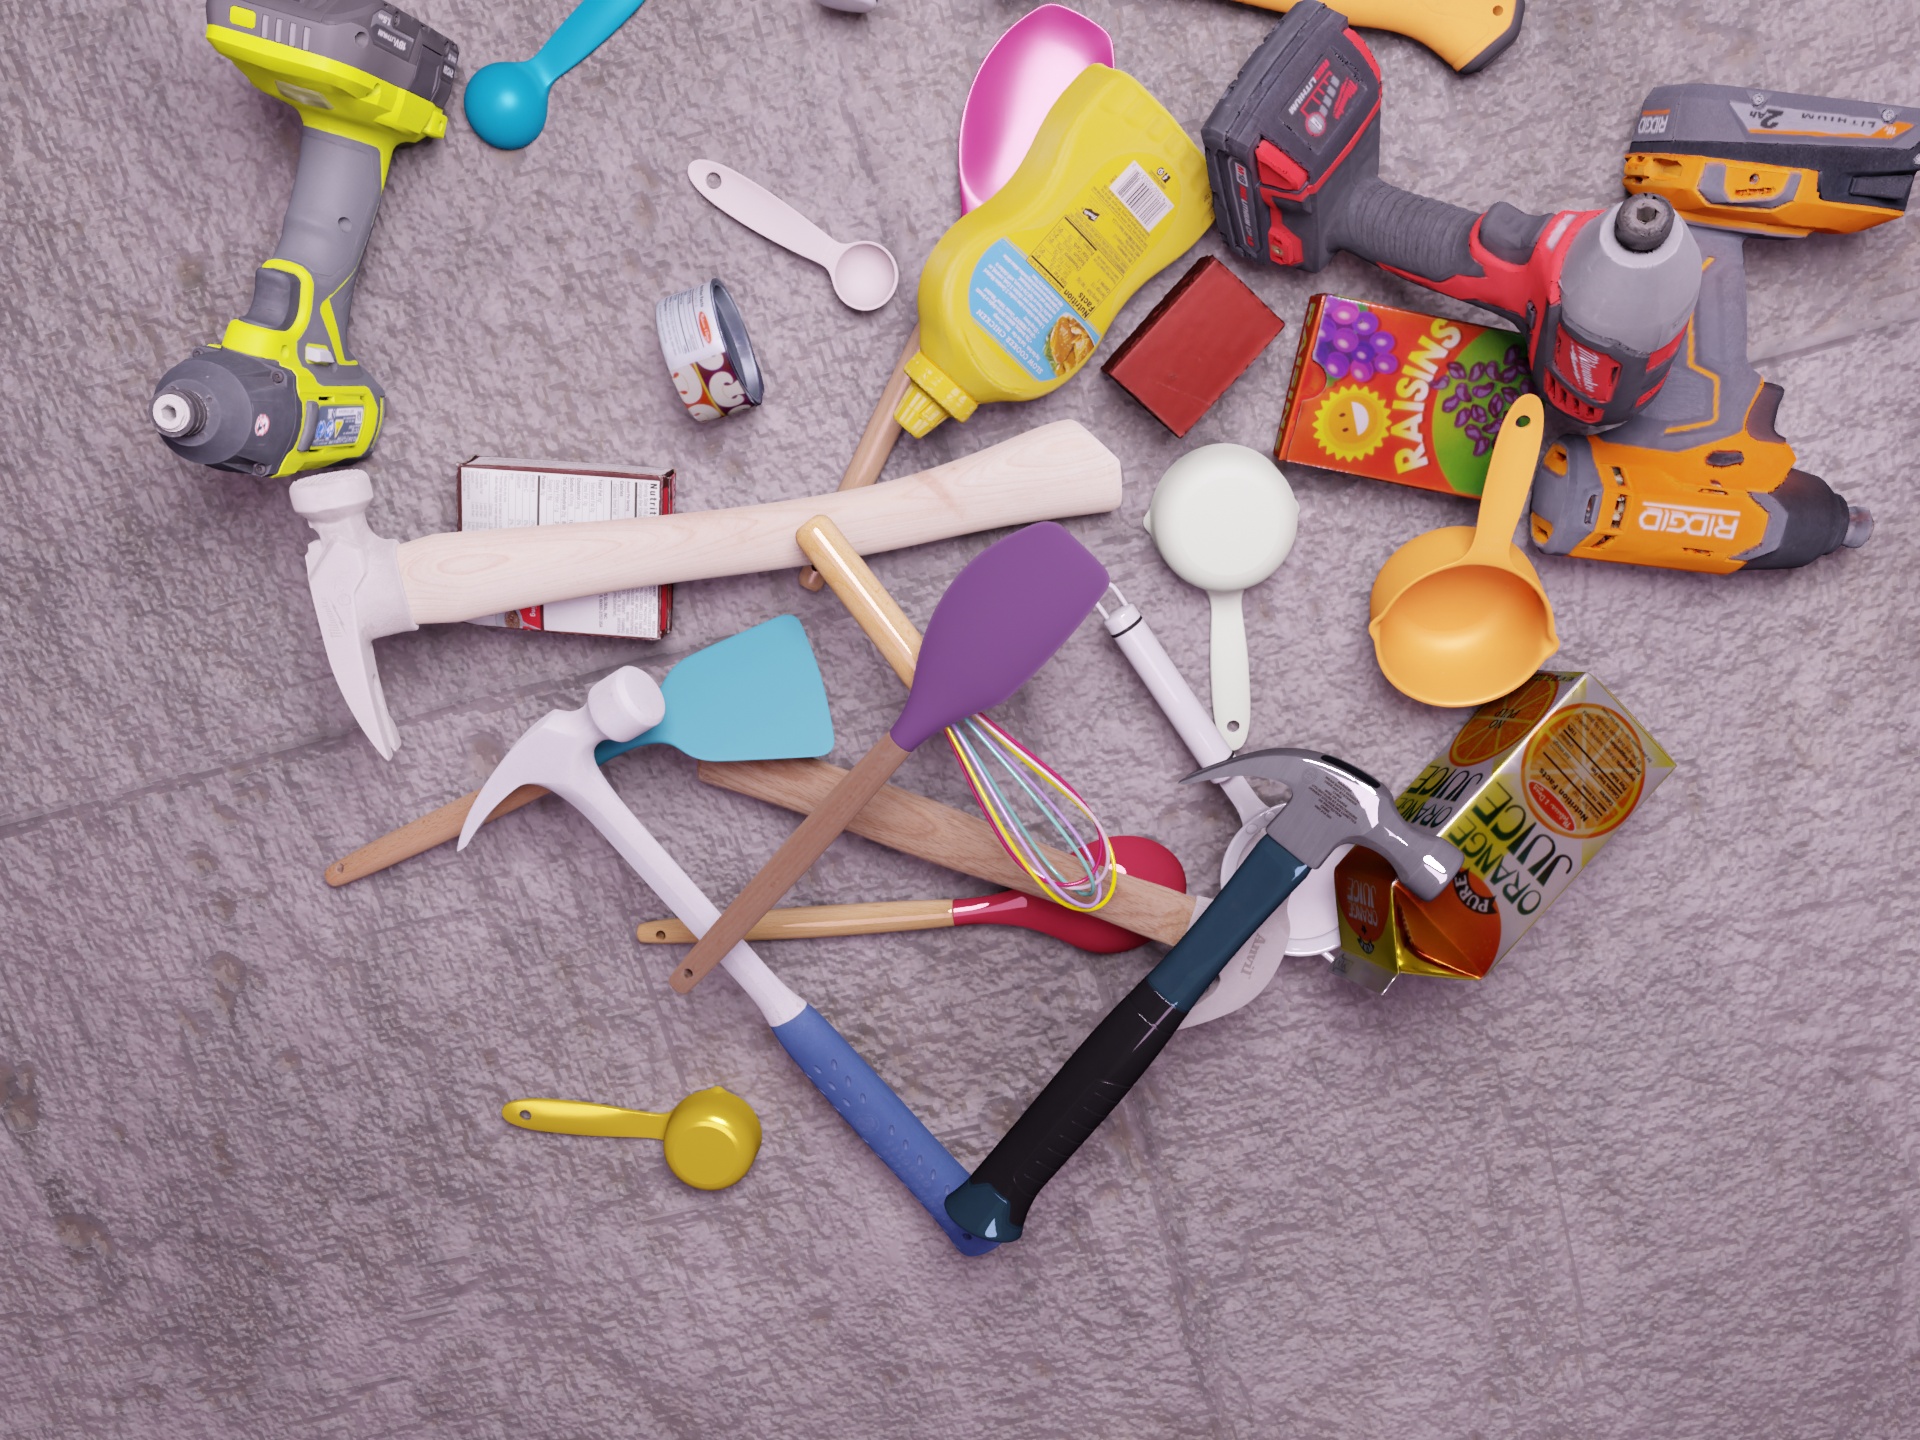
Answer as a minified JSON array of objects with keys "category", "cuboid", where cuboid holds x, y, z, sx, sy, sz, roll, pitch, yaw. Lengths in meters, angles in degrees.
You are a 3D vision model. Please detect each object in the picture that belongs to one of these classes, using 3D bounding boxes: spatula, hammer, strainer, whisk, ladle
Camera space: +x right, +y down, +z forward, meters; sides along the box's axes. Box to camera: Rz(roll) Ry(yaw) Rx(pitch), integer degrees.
[{"category":"spatula","cuboid":[-0.221,0.034,0.878,0.317,0.044,0.082,-23,73,18]},{"category":"hammer","cuboid":[-0.107,0.157,0.881,0.144,0.035,0.405,-29,111,23]},{"category":"hammer","cuboid":[-0.119,-0.083,0.818,0.410,0.038,0.146,-10,107,-4]},{"category":"hammer","cuboid":[0.013,0.073,0.860,0.331,0.031,0.130,19,104,8]},{"category":"spatula","cuboid":[-0.048,0.027,0.787,0.060,0.018,0.316,44,107,5]},{"category":"strainer","cuboid":[0.146,0.030,0.858,0.087,0.050,0.258,-34,101,8]},{"category":"hammer","cuboid":[0.104,-0.374,0.758,0.337,0.034,0.127,11,97,-2]},{"category":"hammer","cuboid":[0.099,0.150,0.814,0.128,0.033,0.331,41,109,12]},{"category":"whisk","cuboid":[0.000,-0.004,0.804,0.047,0.051,0.245,-38,95,-8]},{"category":"ladle","cuboid":[-0.029,0.109,0.902,0.315,0.031,0.069,-5,103,6]}]

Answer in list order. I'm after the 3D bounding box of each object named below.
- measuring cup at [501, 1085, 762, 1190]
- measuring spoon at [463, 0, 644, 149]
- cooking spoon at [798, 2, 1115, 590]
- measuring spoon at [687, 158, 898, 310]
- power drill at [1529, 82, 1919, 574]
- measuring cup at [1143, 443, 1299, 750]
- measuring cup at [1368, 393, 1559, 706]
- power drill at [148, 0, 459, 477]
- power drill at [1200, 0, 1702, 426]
[{"category":"measuring cup","cuboid":[-0.197,0.245,0.942,0.156,0.029,0.062,6,105,-1]},{"category":"measuring spoon","cuboid":[-0.199,-0.337,0.792,0.128,0.021,0.042,-38,100,13]},{"category":"cooking spoon","cuboid":[-0.012,-0.209,0.820,0.068,0.017,0.319,26,104,-6]},{"category":"measuring spoon","cuboid":[-0.085,-0.252,0.817,0.124,0.018,0.034,32,106,1]},{"category":"power drill","cuboid":[0.386,-0.182,0.778,0.164,0.084,0.226,7,109,0]},{"category":"measuring cup","cuboid":[0.142,-0.061,0.840,0.083,0.038,0.167,-5,104,4]},{"category":"measuring cup","cuboid":[0.258,-0.091,0.797,0.095,0.052,0.173,6,125,2]},{"category":"power drill","cuboid":[-0.315,-0.227,0.753,0.080,0.171,0.223,16,102,-1]},{"category":"power drill","cuboid":[0.221,-0.222,0.707,0.220,0.143,0.078,36,87,19]}]
